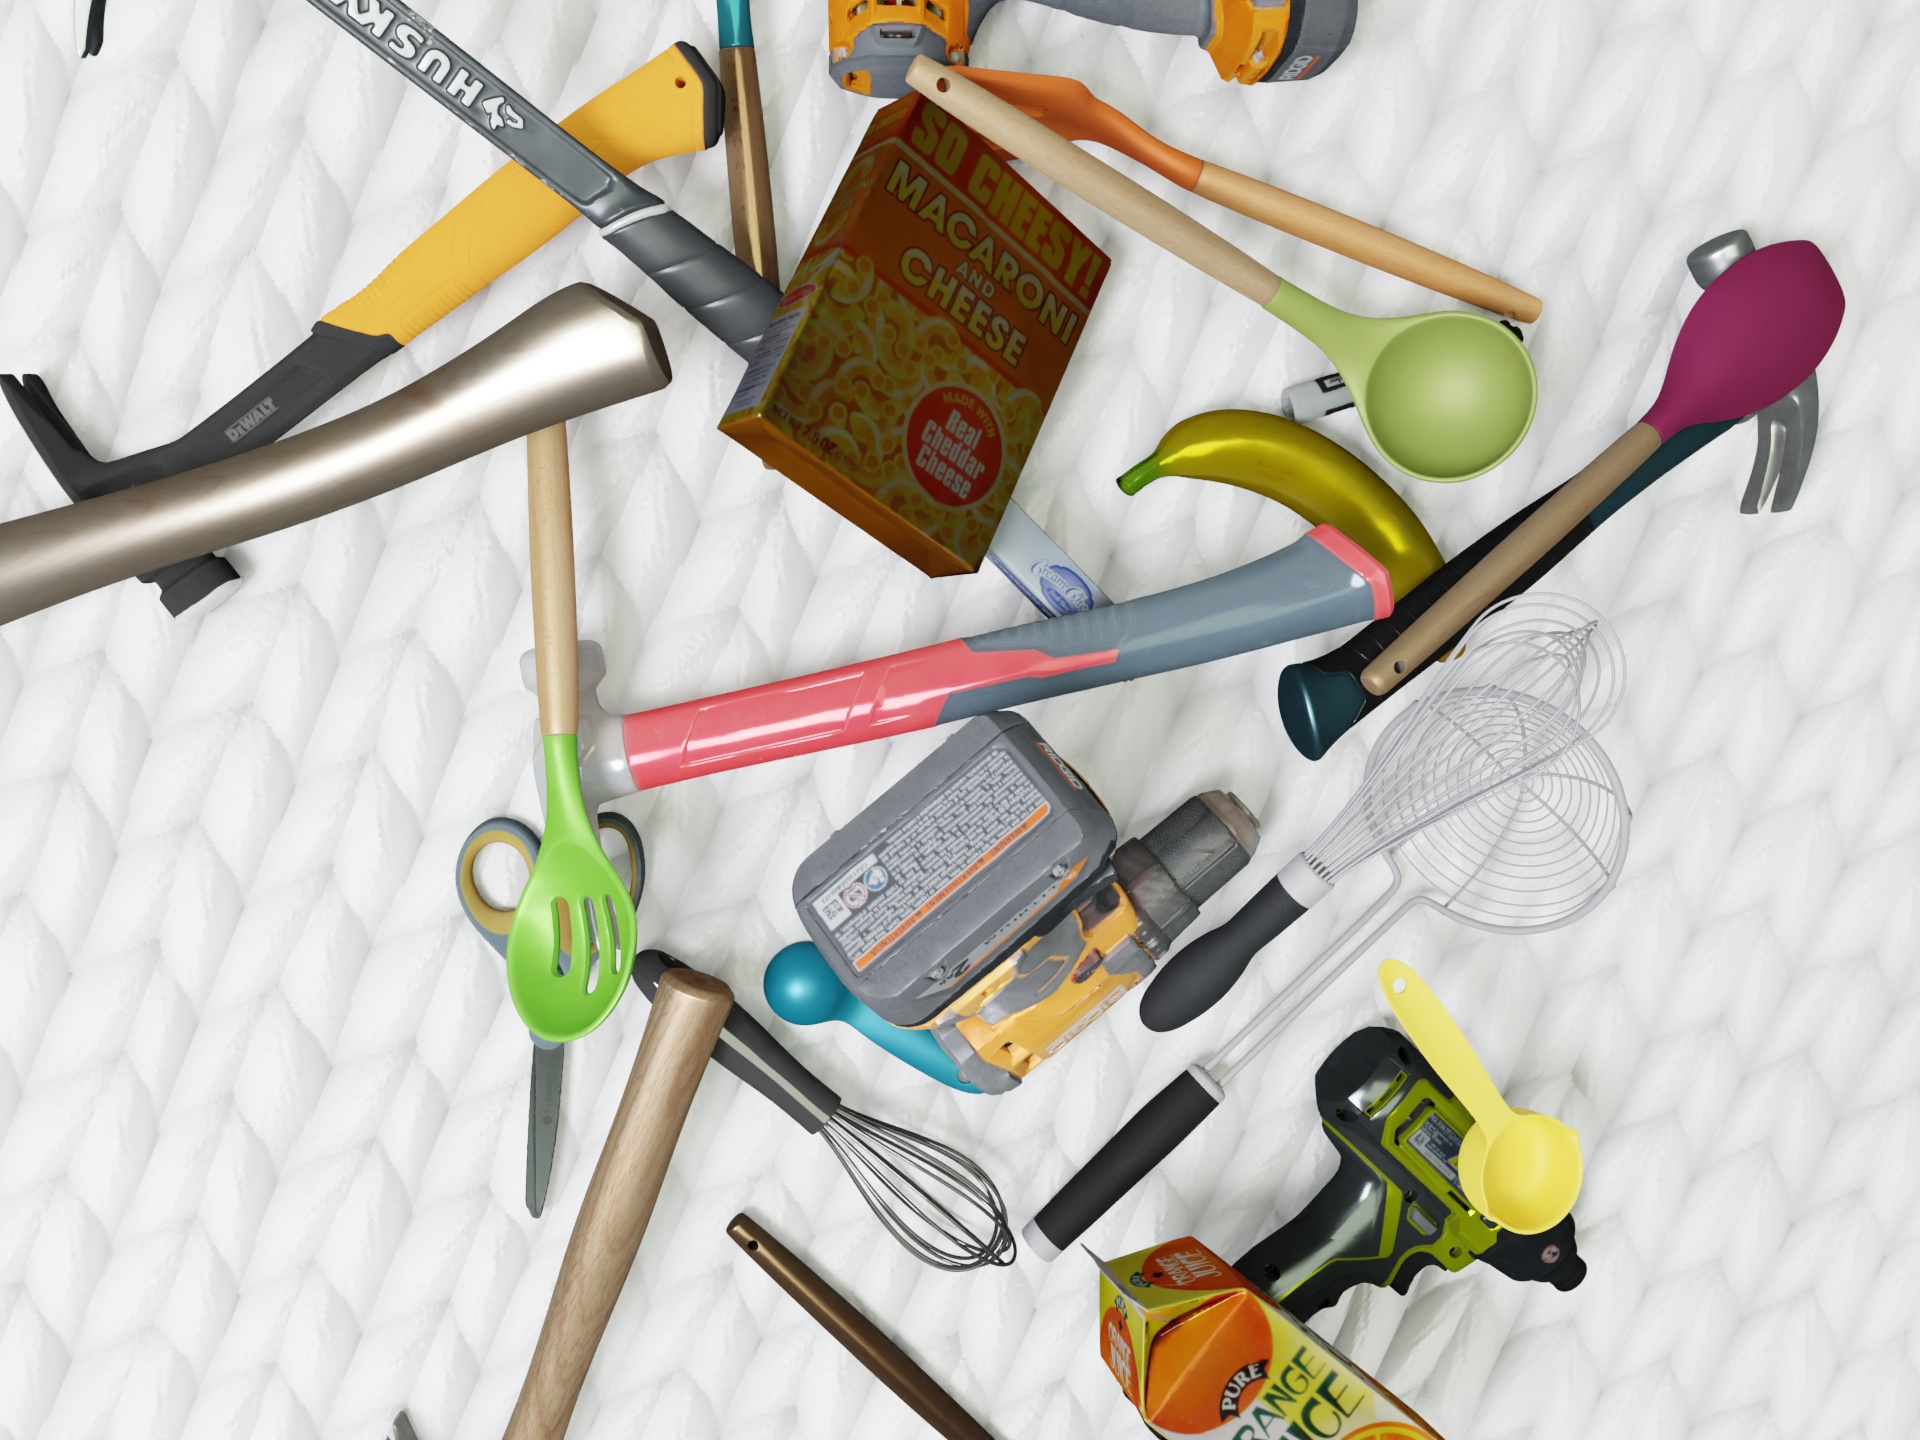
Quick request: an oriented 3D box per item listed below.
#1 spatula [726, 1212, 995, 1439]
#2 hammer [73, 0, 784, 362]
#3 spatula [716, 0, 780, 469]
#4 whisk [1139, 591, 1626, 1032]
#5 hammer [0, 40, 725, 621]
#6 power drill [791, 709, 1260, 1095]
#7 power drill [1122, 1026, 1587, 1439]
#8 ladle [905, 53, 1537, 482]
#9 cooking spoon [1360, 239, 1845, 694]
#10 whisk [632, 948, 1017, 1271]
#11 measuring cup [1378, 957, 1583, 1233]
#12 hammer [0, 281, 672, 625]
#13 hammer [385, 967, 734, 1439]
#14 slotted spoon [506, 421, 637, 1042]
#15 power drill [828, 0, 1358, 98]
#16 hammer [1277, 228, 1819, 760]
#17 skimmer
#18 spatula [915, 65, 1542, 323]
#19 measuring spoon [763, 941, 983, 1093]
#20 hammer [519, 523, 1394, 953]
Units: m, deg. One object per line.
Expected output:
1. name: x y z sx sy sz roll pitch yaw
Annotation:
1. spatula: -0.006 0.361 0.815 0.060 0.018 0.315 -43 101 1
2. hammer: -0.154 -0.216 0.657 0.408 0.036 0.149 35 101 -27
3. spatula: -0.096 -0.274 0.719 0.082 0.044 0.317 -5 103 -6
4. whisk: 0.181 0.051 0.727 0.070 0.070 0.284 40 111 -10
5. hammer: -0.248 -0.189 0.692 0.337 0.034 0.127 -35 101 4
6. power drill: 0.043 0.074 0.694 0.185 0.226 0.084 -40 62 0
7. power drill: 0.199 0.290 0.802 0.171 0.080 0.223 44 88 -9
8. ladle: 0.119 -0.199 0.693 0.320 0.062 0.078 26 102 -19
9. cooking spoon: 0.300 -0.116 0.733 0.319 0.017 0.068 -40 103 -11
10. whisk: -0.065 0.189 0.775 0.239 0.055 0.055 41 91 -5
11. measuring cup: 0.238 0.174 0.755 0.062 0.029 0.156 -37 98 -13
12. hammer: -0.314 -0.080 0.670 0.410 0.038 0.146 -18 105 5
13. hammer: -0.180 0.270 0.761 0.130 0.031 0.331 19 101 -8
14. slotted spoon: -0.175 -0.019 0.696 0.070 0.031 0.314 -5 87 25
15. power drill: 0.054 -0.362 0.697 0.226 0.084 0.164 -1 96 -3
16. hammer: 0.281 -0.093 0.756 0.331 0.033 0.128 -36 102 -11
17. skimmer: 0.161 0.135 0.768 0.363 0.090 0.127 -44 77 2
18. spatula: 0.129 -0.236 0.738 0.322 0.081 0.041 17 73 -13
19. measuring spoon: -0.038 0.153 0.781 0.128 0.021 0.042 31 93 -8
20. hammer: -0.001 -0.002 0.705 0.386 0.038 0.143 -12 87 8
